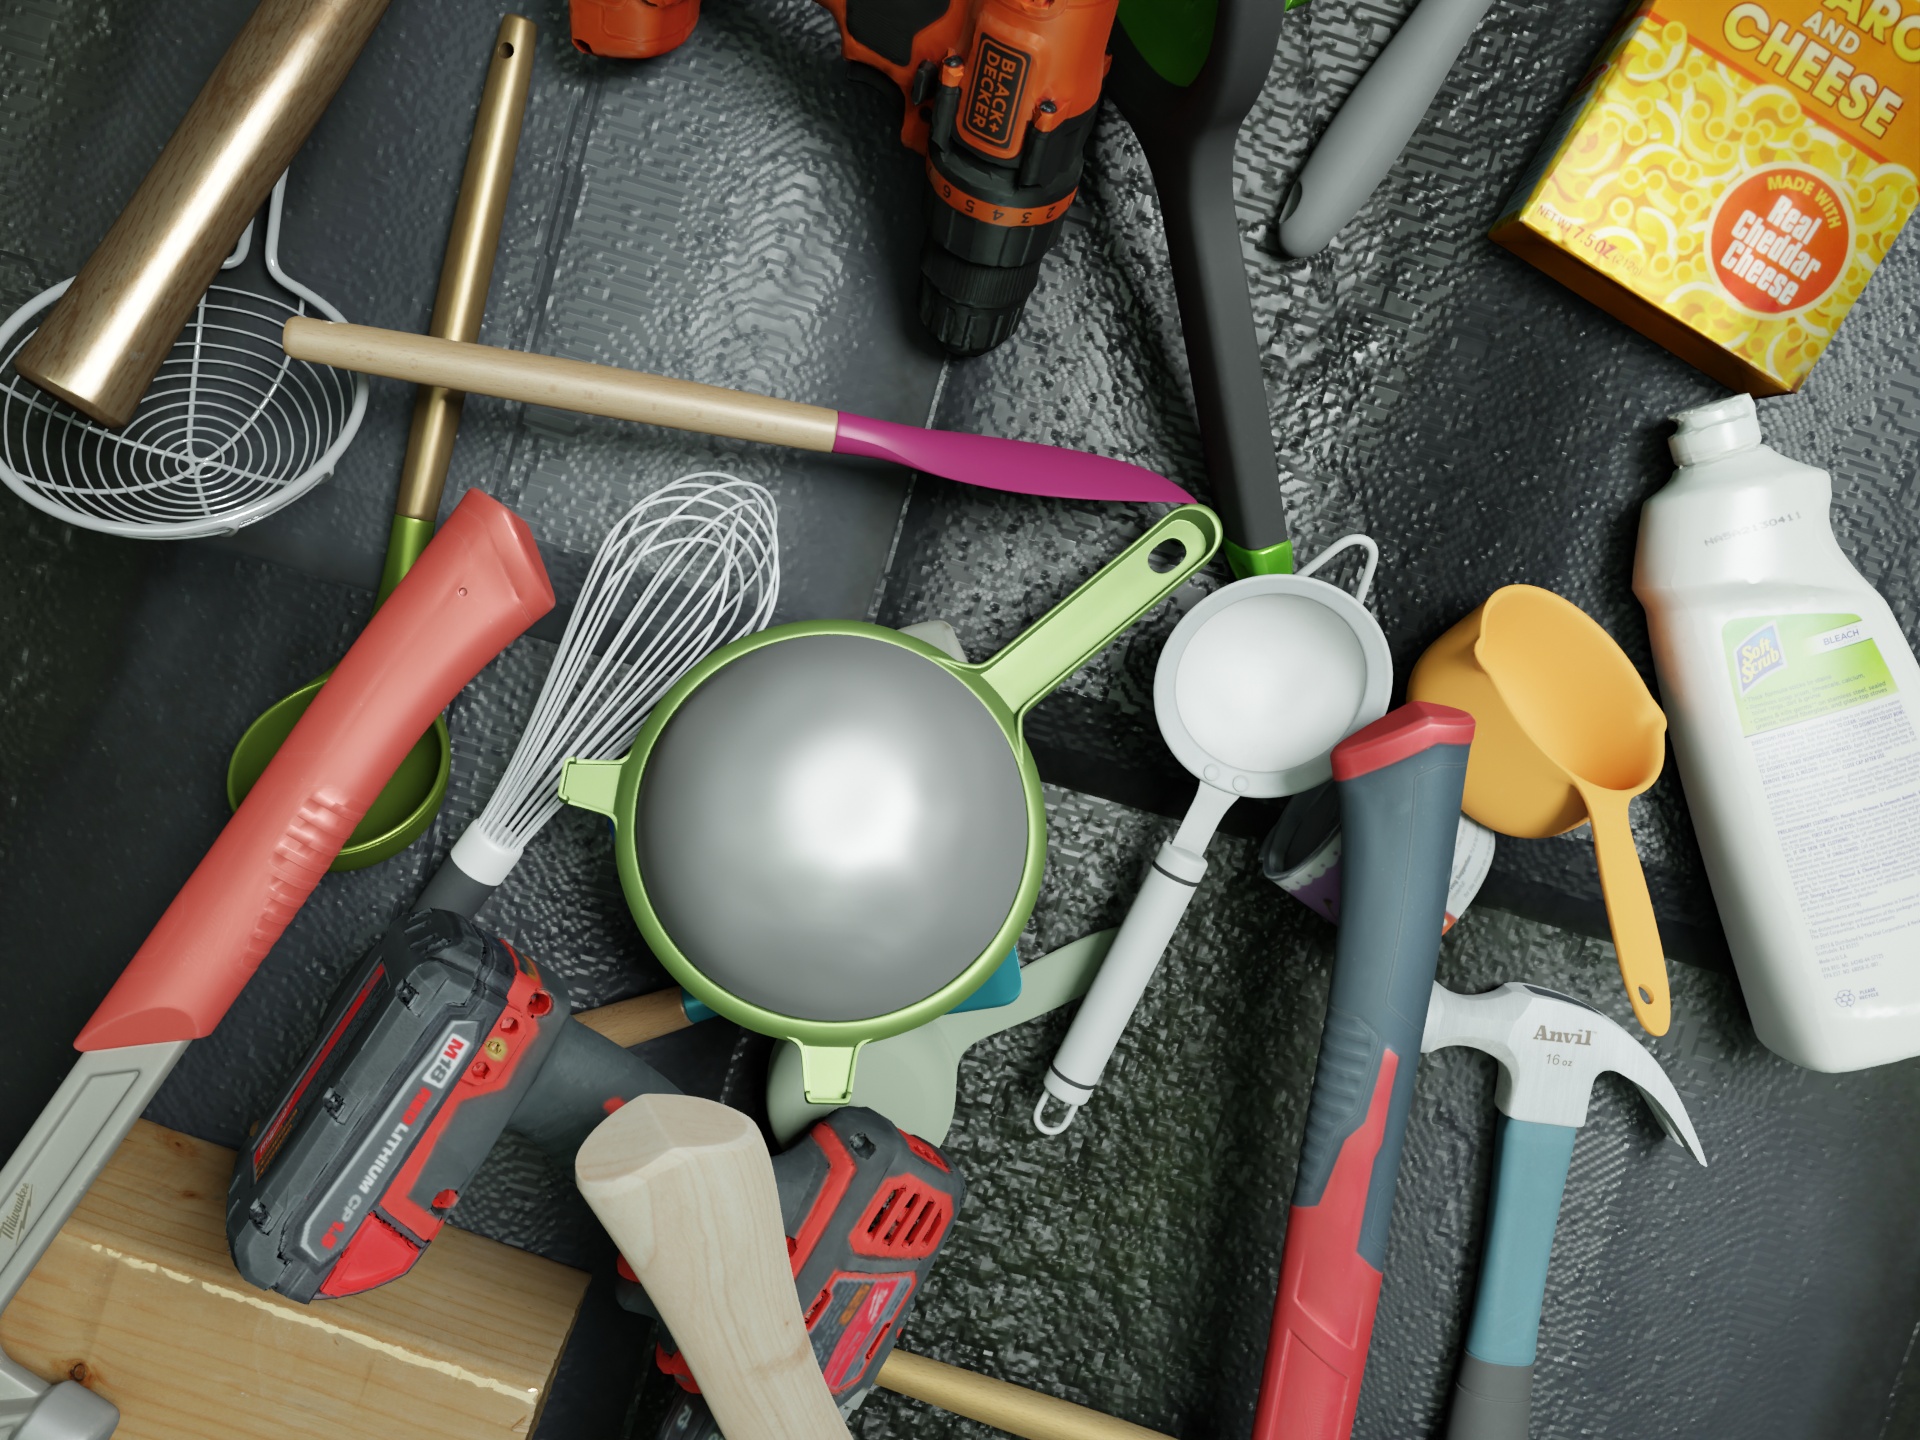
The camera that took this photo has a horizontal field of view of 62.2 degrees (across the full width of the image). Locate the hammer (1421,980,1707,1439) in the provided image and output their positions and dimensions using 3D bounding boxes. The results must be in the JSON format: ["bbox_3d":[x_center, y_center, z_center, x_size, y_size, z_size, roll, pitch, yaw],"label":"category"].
[{"bbox_3d":[0.215,0.270,0.647,0.128,0.033,0.331,6,97,-1],"label":"hammer"}]

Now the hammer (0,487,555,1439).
[{"bbox_3d":[-0.263,0.071,0.538,0.149,0.037,0.359,34,87,-3],"label":"hammer"}]

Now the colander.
[{"bbox_3d":[0.105,-0.223,0.527,0.094,0.205,0.396,-18,116,-6],"label":"colander"}]

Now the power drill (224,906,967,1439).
[{"bbox_3d":[-0.126,0.187,0.534,0.226,0.080,0.188,35,81,-23],"label":"power drill"}]

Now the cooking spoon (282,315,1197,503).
[{"bbox_3d":[-0.070,-0.106,0.558,0.318,0.069,0.017,8,106,-11],"label":"cooking spoon"}]

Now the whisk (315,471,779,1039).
[{"bbox_3d":[-0.159,0.025,0.600,0.070,0.070,0.284,37,100,-5],"label":"whisk"}]

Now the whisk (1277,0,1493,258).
[{"bbox_3d":[0.189,-0.271,0.574,0.055,0.055,0.239,33,100,-5],"label":"whisk"}]

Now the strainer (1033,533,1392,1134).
[{"bbox_3d":[0.084,0.045,0.595,0.087,0.050,0.258,23,102,-10],"label":"strainer"}]

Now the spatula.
[{"bbox_3d":[-0.132,0.113,0.606,0.317,0.044,0.082,-18,75,6],"label":"spatula"}]

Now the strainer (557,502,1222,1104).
[{"bbox_3d":[-0.001,-0.002,0.541,0.256,0.069,0.151,-39,84,-13],"label":"strainer"}]

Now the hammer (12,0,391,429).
[{"bbox_3d":[-0.205,-0.244,0.522,0.130,0.031,0.331,32,80,-19],"label":"hammer"}]

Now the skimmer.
[{"bbox_3d":[-0.238,-0.240,0.544,0.127,0.090,0.363,16,96,-2],"label":"skimmer"}]

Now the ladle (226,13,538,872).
[{"bbox_3d":[-0.199,-0.101,0.581,0.078,0.062,0.320,14,94,4],"label":"ladle"}]

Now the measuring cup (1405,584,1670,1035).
[{"bbox_3d":[0.209,0.036,0.565,0.095,0.052,0.174,15,55,-25],"label":"measuring cup"}]

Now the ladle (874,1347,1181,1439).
[{"bbox_3d":[0.089,0.298,0.632,0.315,0.031,0.069,16,99,6],"label":"ladle"}]

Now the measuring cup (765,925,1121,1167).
[{"bbox_3d":[0.001,0.125,0.620,0.167,0.038,0.083,-28,97,4],"label":"measuring cup"}]

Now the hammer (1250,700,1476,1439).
[{"bbox_3d":[0.150,0.186,0.569,0.143,0.038,0.386,9,101,8],"label":"hammer"}]

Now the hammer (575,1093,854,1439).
[{"bbox_3d":[-0.043,0.288,0.542,0.146,0.038,0.410,-30,122,-18],"label":"hammer"}]
